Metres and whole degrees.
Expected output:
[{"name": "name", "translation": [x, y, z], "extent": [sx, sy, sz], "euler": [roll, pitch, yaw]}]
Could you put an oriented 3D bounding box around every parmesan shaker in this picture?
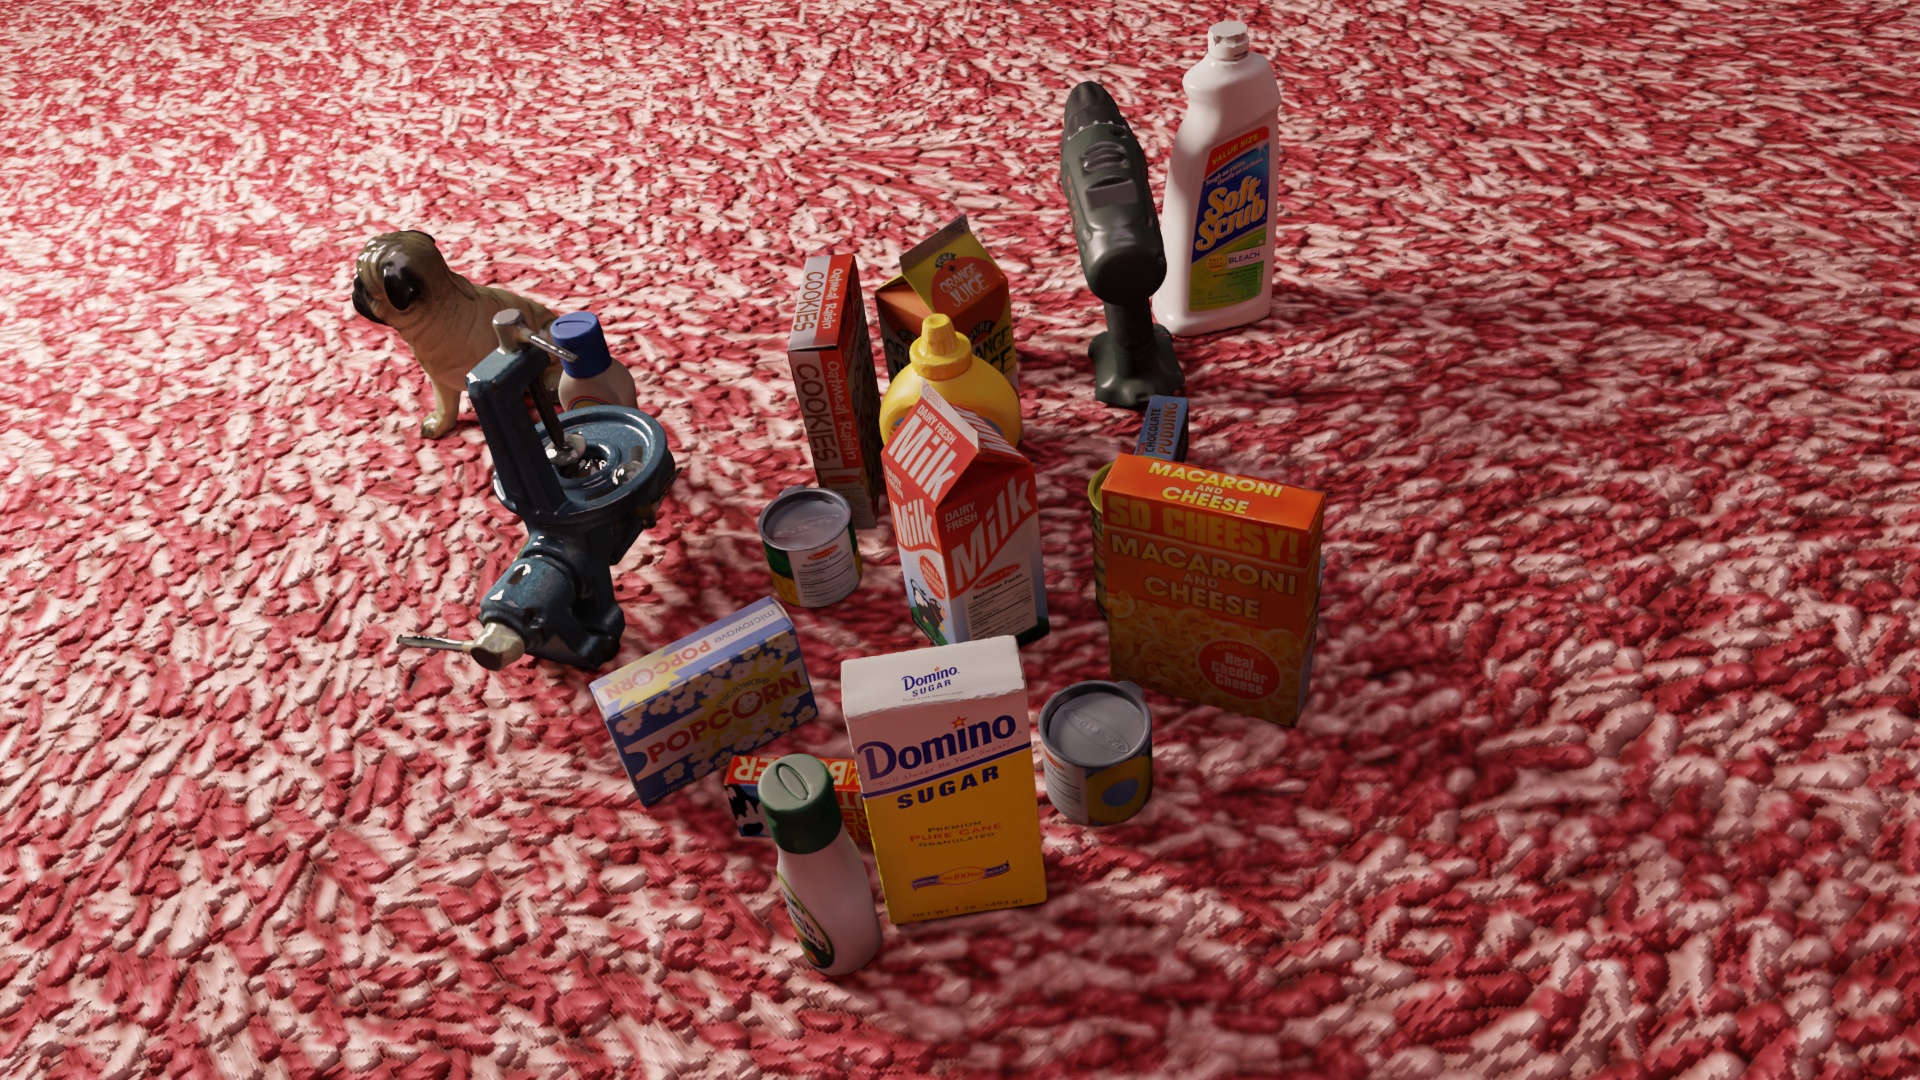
[{"name": "parmesan shaker", "translation": [0.121, 0.005, 0.918], "extent": [0.071, 0.102, 0.072], "euler": [-4, 42, 4]}]

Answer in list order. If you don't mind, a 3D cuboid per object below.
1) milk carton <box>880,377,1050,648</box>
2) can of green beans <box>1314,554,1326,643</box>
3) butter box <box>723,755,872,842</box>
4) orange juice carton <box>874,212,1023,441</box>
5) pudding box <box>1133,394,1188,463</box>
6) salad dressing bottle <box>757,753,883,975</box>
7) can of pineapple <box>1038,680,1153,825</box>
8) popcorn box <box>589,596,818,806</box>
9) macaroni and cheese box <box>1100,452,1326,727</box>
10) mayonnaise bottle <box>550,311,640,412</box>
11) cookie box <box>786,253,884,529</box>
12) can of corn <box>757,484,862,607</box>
[{"name": "milk carton", "translation": [0.003, -0.011, 0.890], "extent": [0.074, 0.189, 0.072], "euler": [-26, 45, -18]}, {"name": "can of green beans", "translation": [0.199, 0.041, 0.900], "extent": [0.071, 0.057, 0.071], "euler": [-4, 42, 4]}, {"name": "butter box", "translation": [-0.084, 0.154, 0.823], "extent": [0.103, 0.052, 0.024], "euler": [0, 43, 9]}, {"name": "orange juice carton", "translation": [-0.009, -0.145, 1.038], "extent": [0.073, 0.191, 0.072], "euler": [30, 54, 35]}, {"name": "pudding box", "translation": [0.149, -0.065, 1.031], "extent": [0.030, 0.049, 0.084], "euler": [7, 44, 16]}, {"name": "salad dressing bottle", "translation": [-0.075, 0.171, 0.732], "extent": [0.044, 0.146, 0.064], "euler": [-29, 46, -21]}, {"name": "can of pineapple", "translation": [0.083, 0.126, 0.825], "extent": [0.071, 0.057, 0.071], "euler": [-4, 42, 4]}, {"name": "popcorn box", "translation": [-0.158, 0.100, 0.870], "extent": [0.127, 0.084, 0.038], "euler": [-27, 45, -20]}, {"name": "macaroni and cheese box", "translation": [0.150, 0.031, 0.839], "extent": [0.124, 0.165, 0.040], "euler": [13, 46, 22]}, {"name": "mayonnaise bottle", "translation": [-0.277, -0.105, 1.069], "extent": [0.065, 0.147, 0.041], "euler": [1, 43, 10]}, {"name": "cookie box", "translation": [-0.088, -0.109, 1.030], "extent": [0.040, 0.166, 0.123], "euler": [-4, 42, 5]}, {"name": "can of corn", "translation": [-0.107, 0.004, 0.989], "extent": [0.071, 0.058, 0.071], "euler": [-4, 42, 4]}]
